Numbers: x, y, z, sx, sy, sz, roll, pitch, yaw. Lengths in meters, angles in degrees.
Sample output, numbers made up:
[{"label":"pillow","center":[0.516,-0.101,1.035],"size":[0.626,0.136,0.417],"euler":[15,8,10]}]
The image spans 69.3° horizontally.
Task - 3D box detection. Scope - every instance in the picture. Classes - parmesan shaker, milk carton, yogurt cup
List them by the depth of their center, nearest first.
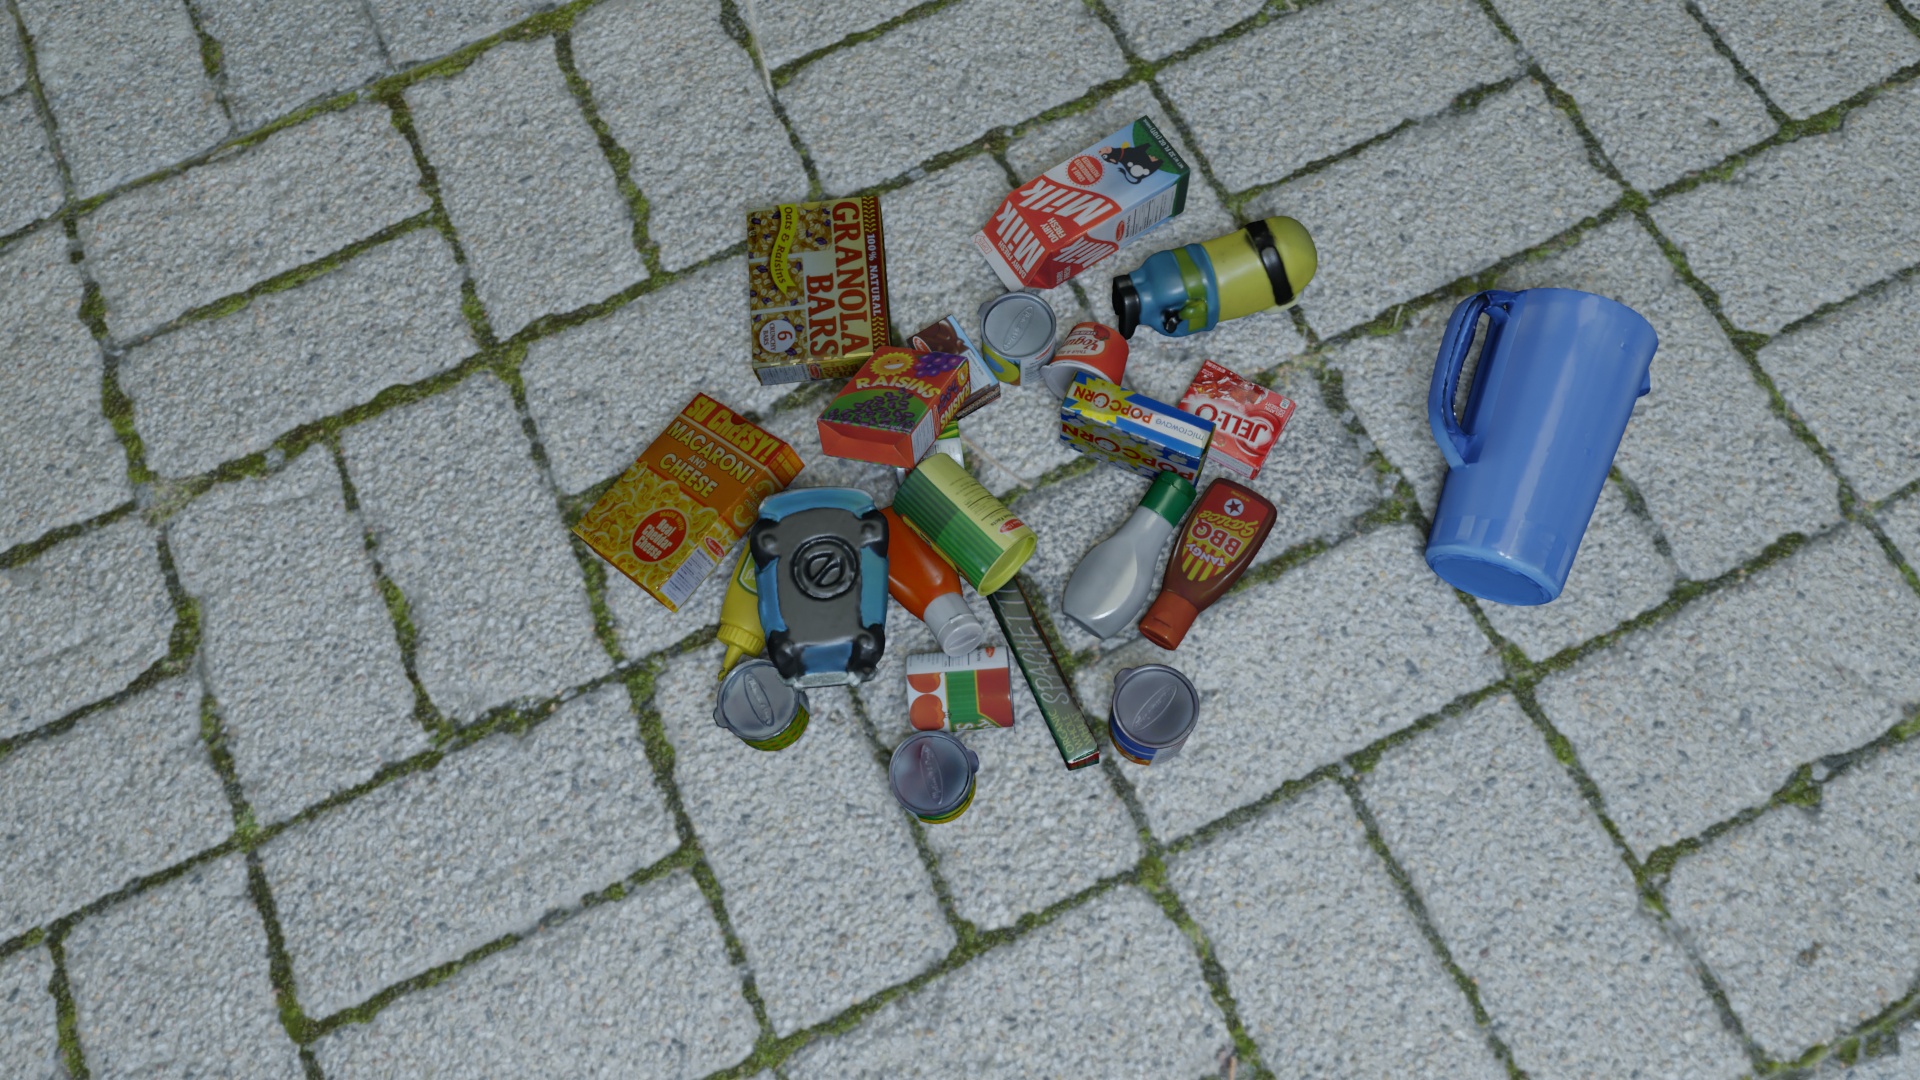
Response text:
[{"label":"parmesan shaker","center":[0.004,-0.014,1.116],"size":[0.071,0.071,0.103],"euler":[-43,71,-11]},{"label":"yogurt cup","center":[0.113,-0.153,1.212],"size":[0.072,0.072,0.054],"euler":[20,65,9]},{"label":"milk carton","center":[0.107,-0.295,1.256],"size":[0.191,0.073,0.072],"euler":[-32,73,-8]}]

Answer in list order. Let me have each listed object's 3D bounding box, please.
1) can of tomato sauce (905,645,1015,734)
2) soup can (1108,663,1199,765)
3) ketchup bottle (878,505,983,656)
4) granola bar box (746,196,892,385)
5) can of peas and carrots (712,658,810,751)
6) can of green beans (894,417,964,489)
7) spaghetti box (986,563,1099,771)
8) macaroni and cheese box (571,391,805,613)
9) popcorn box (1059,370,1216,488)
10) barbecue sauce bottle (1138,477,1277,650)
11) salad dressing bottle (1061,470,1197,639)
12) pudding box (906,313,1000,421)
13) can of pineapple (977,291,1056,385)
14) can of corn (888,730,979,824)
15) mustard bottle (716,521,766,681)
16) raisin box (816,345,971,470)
[{"label":"can of tomato sauce","center":[0.001,0.123,1.121],"size":[0.083,0.071,0.071],"euler":[-5,71,2]},{"label":"soup can","center":[0.149,0.137,1.098],"size":[0.071,0.083,0.071],"euler":[-1,71,3]},{"label":"ketchup bottle","center":[-0.030,0.032,1.137],"size":[0.065,0.043,0.149],"euler":[-24,49,-12]},{"label":"granola bar box","center":[-0.128,-0.229,1.262],"size":[0.124,0.039,0.166],"euler":[-6,71,1]},{"label":"can of peas and carrots","center":[-0.161,0.136,1.127],"size":[0.071,0.058,0.071],"euler":[-1,71,3]},{"label":"can of green beans","center":[-0.027,-0.069,1.188],"size":[0.058,0.071,0.071],"euler":[-8,71,-1]},{"label":"spaghetti box","center":[0.049,0.071,1.144],"size":[0.029,0.050,0.250],"euler":[-24,72,-3]},{"label":"macaroni and cheese box","center":[-0.231,-0.036,1.179],"size":[0.124,0.040,0.167],"euler":[30,74,35]},{"label":"popcorn box","center":[0.148,-0.090,1.176],"size":[0.127,0.085,0.038],"euler":[22,75,10]},{"label":"barbecue sauce bottle","center":[0.201,0.022,1.156],"size":[0.065,0.043,0.149],"euler":[30,75,19]},{"label":"salad dressing bottle","center":[0.142,0.011,1.155],"size":[0.064,0.044,0.148],"euler":[29,80,36]},{"label":"pudding box","center":[-0.006,-0.154,1.235],"size":[0.050,0.030,0.084],"euler":[-32,72,-7]},{"label":"can of pineapple","center":[0.050,-0.179,1.226],"size":[0.071,0.057,0.071],"euler":[-1,71,3]},{"label":"can of corn","center":[-0.019,0.188,1.102],"size":[0.071,0.058,0.071],"euler":[-1,71,3]},{"label":"mustard bottle","center":[-0.164,0.046,1.164],"size":[0.065,0.048,0.160],"euler":[20,73,15]},{"label":"raisin box","center":[-0.054,-0.114,1.162],"size":[0.086,0.039,0.124],"euler":[10,40,22]}]
